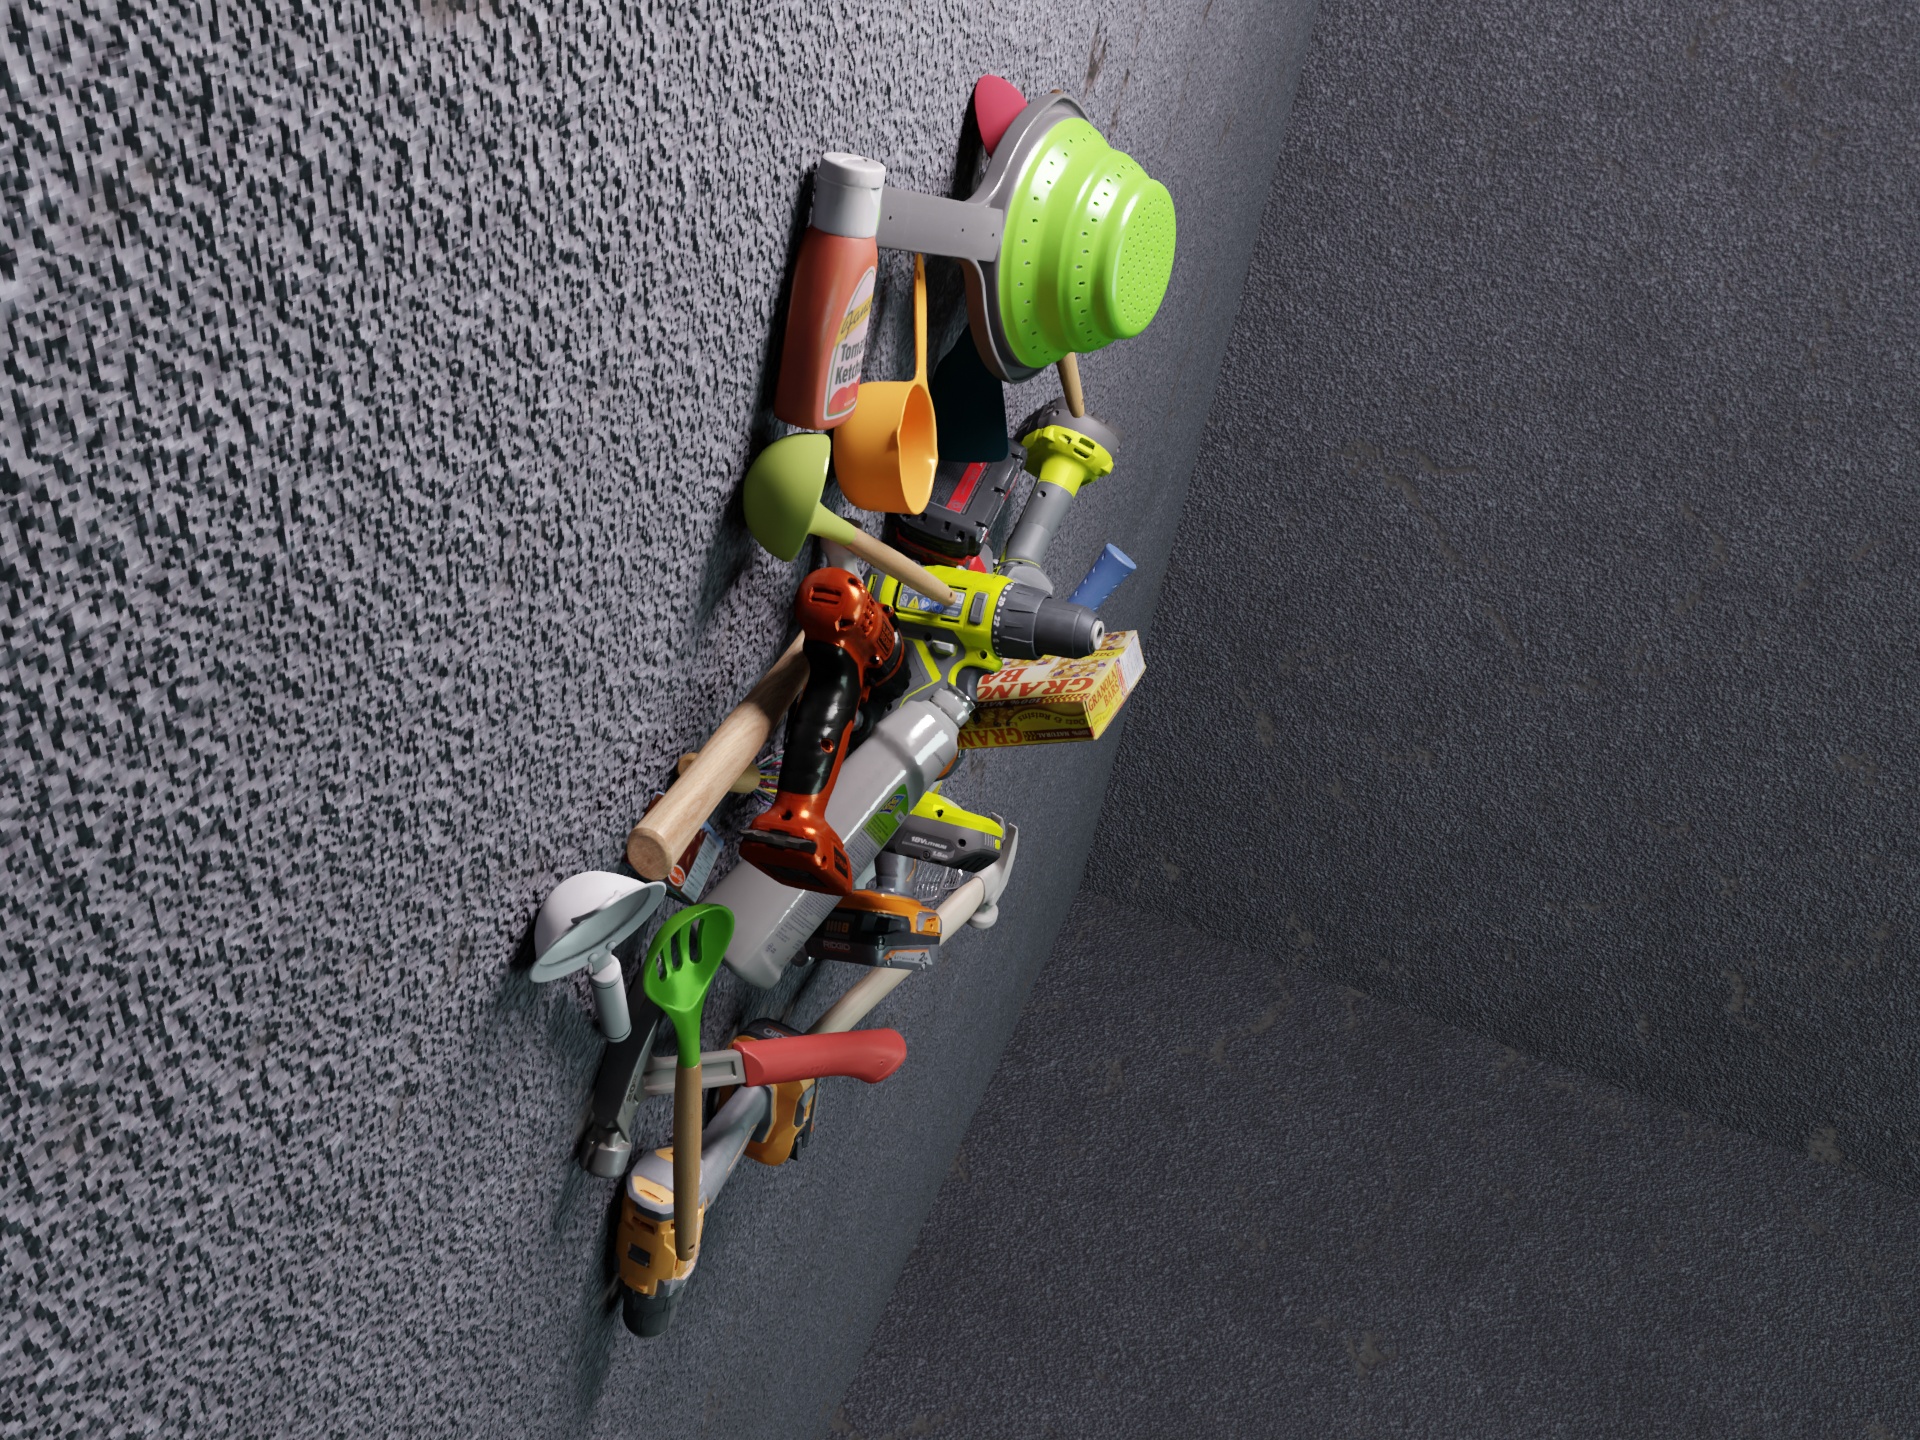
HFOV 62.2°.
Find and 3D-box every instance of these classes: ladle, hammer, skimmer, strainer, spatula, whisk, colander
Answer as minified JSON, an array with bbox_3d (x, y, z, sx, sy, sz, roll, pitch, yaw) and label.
[{"bbox_3d":[-0.054,-0.113,1.050,0.320,0.062,0.078,23,81,-67],"label":"ladle"},{"bbox_3d":[-0.125,-0.005,1.004,0.331,0.031,0.130,-61,157,-55],"label":"hammer"},{"bbox_3d":[-0.092,0.176,1.581,0.127,0.090,0.363,-59,162,18],"label":"skimmer"},{"bbox_3d":[-0.210,0.142,0.923,0.087,0.050,0.258,-33,159,-23],"label":"strainer"},{"bbox_3d":[-0.140,0.247,1.193,0.358,0.037,0.149,14,97,-61],"label":"hammer"},{"bbox_3d":[0.037,-0.355,1.252,0.044,0.082,0.318,37,66,-55],"label":"spatula"},{"bbox_3d":[-0.072,0.241,1.533,0.411,0.038,0.146,-39,151,-44],"label":"hammer"},{"bbox_3d":[0.062,-0.348,1.214,0.315,0.031,0.069,68,34,-52],"label":"ladle"},{"bbox_3d":[0.020,0.003,1.466,0.405,0.035,0.144,-51,177,16],"label":"hammer"},{"bbox_3d":[-0.137,0.038,1.097,0.245,0.047,0.051,21,90,-76],"label":"whisk"},{"bbox_3d":[0.053,-0.321,1.070,0.397,0.094,0.204,-21,125,-59],"label":"colander"}]

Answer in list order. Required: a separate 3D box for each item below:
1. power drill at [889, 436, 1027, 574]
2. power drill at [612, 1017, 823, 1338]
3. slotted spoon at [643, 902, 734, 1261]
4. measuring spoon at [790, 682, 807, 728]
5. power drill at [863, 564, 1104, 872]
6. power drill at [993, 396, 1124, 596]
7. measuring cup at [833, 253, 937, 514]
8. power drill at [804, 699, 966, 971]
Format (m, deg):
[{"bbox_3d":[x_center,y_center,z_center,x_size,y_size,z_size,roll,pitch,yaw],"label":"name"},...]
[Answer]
[{"bbox_3d":[-0.004,-0.147,1.347,0.219,0.078,0.143,96,18,-62],"label":"power drill"},{"bbox_3d":[-0.199,0.370,1.275,0.226,0.084,0.185,-48,156,-53],"label":"power drill"},{"bbox_3d":[-0.183,0.246,1.056,0.070,0.031,0.313,-24,131,-42],"label":"slotted spoon"},{"bbox_3d":[-0.117,-0.026,1.175,0.021,0.011,0.116,-51,161,-60],"label":"measuring spoon"},{"bbox_3d":[-0.002,-0.004,1.220,0.080,0.190,0.228,27,76,-68],"label":"power drill"},{"bbox_3d":[0.063,-0.186,1.530,0.223,0.080,0.171,-66,-164,-11],"label":"power drill"},{"bbox_3d":[-0.051,-0.225,1.063,0.095,0.052,0.173,0,91,-75],"label":"measuring cup"},{"bbox_3d":[-0.067,0.091,1.334,0.164,0.084,0.226,22,74,-60],"label":"power drill"}]
